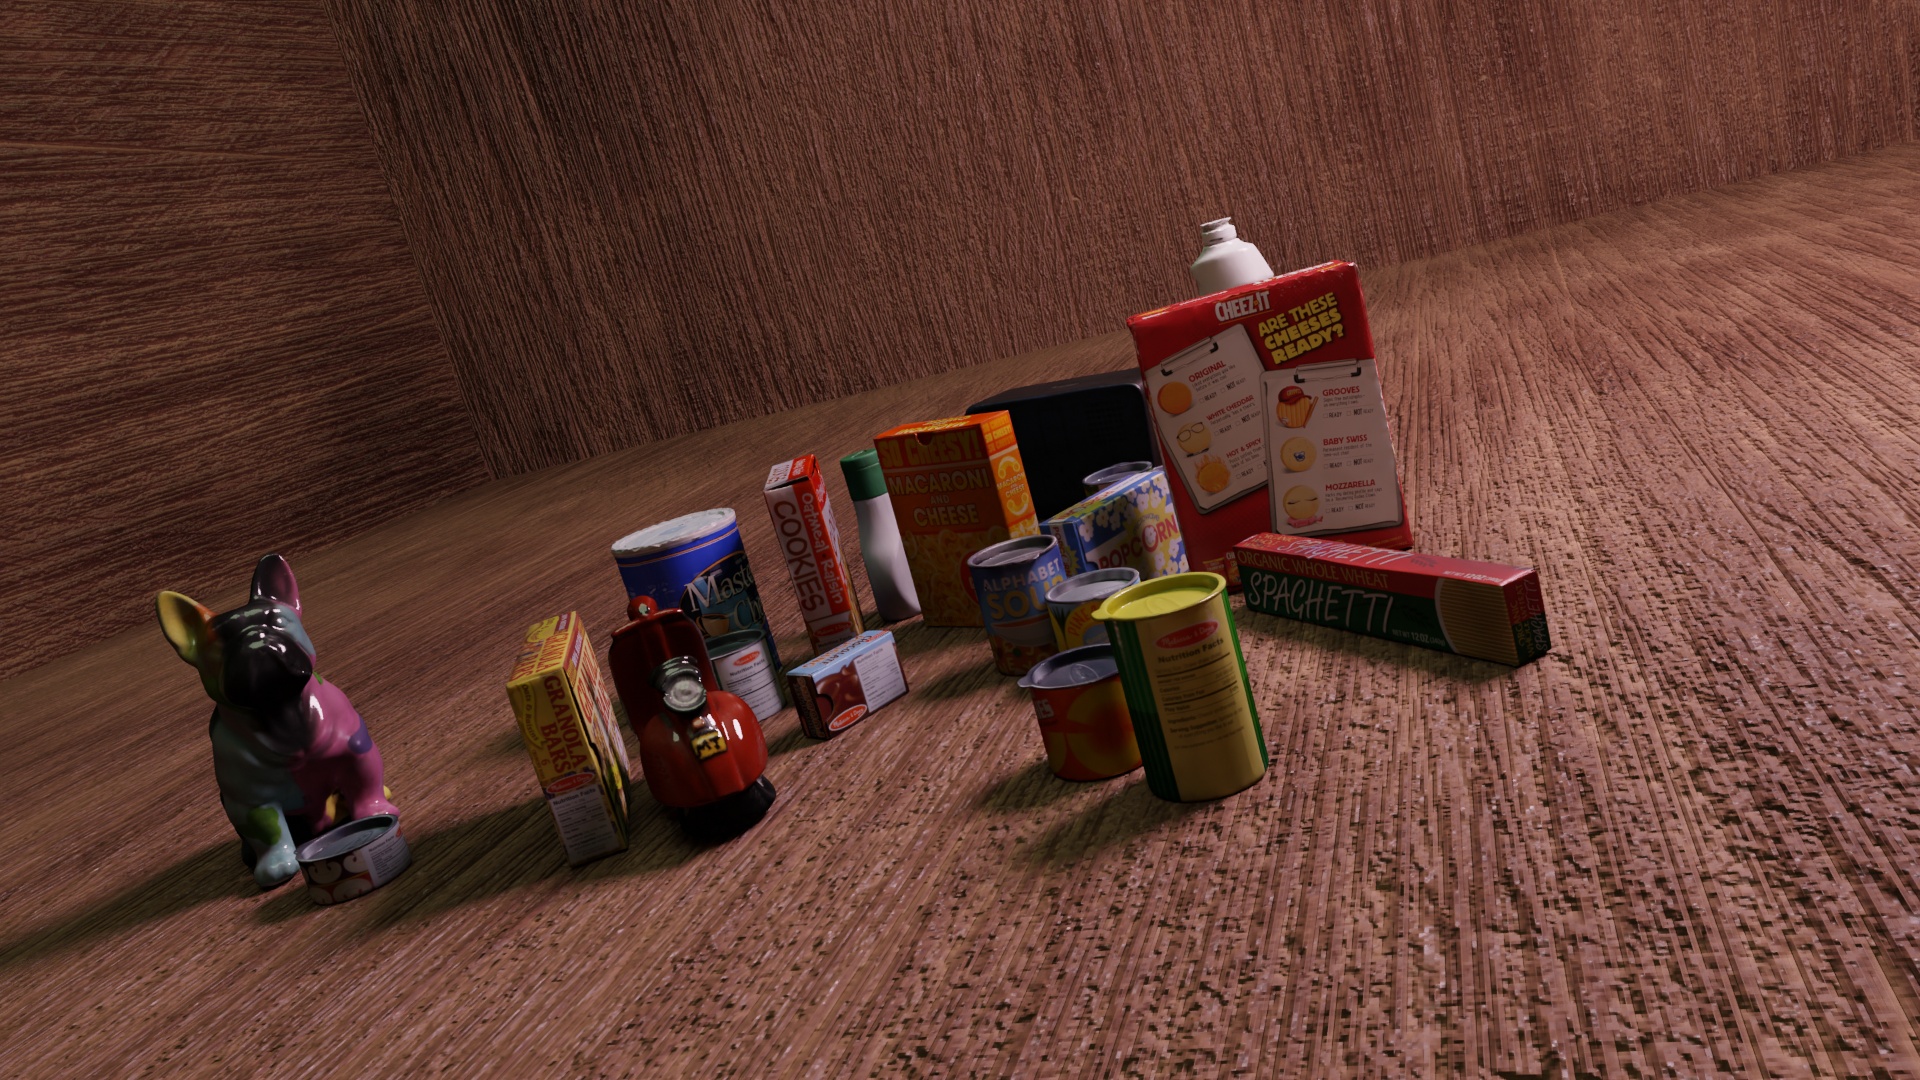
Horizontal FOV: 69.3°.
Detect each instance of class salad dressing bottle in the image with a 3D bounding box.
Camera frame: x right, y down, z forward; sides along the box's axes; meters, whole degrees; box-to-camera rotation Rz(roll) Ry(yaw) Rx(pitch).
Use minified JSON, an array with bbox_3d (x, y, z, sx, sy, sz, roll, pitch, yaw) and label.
[{"bbox_3d":[-0.067,-0.006,1.207,0.044,0.147,0.064,-11,13,20],"label":"salad dressing bottle"}]

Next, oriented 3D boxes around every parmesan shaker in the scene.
[{"bbox_3d":[0.115,0.076,0.724,0.071,0.103,0.071,-15,12,3],"label":"parmesan shaker"}]

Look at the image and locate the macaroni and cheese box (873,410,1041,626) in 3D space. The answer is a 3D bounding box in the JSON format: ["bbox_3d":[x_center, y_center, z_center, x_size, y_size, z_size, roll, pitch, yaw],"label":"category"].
[{"bbox_3d":[0.004,-0.014,1.112,0.123,0.166,0.040,-4,17,44],"label":"macaroni and cheese box"}]

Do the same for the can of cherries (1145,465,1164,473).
[{"bbox_3d":[0.195,-0.035,1.222,0.071,0.058,0.071,-15,12,3],"label":"can of cherries"}]

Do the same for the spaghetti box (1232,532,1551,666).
[{"bbox_3d":[0.258,0.032,0.869,0.029,0.050,0.250,-21,13,-22],"label":"spaghetti box"}]

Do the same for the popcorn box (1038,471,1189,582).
[{"bbox_3d":[0.121,0.005,1.072,0.038,0.085,0.127,-4,17,44],"label":"popcorn box"}]

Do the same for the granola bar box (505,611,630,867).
[{"bbox_3d":[-0.254,0.125,0.917,0.039,0.124,0.166,-18,12,-10],"label":"granola bar box"}]

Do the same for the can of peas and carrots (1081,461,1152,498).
[{"bbox_3d":[0.151,-0.036,1.281,0.071,0.058,0.071,-15,12,3],"label":"can of peas and carrots"}]

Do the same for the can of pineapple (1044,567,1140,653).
[{"bbox_3d":[0.095,0.057,0.941,0.071,0.057,0.071,-15,12,3],"label":"can of pineapple"}]

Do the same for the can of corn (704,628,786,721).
[{"bbox_3d":[-0.172,0.105,1.056,0.071,0.058,0.071,-15,12,3],"label":"can of corn"}]

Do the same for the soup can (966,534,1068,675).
[{"bbox_3d":[0.047,0.046,0.986,0.071,0.083,0.071,-15,12,3],"label":"soup can"}]

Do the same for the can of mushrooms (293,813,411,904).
[{"bbox_3d":[-0.407,0.213,0.929,0.071,0.033,0.071,-15,12,3],"label":"can of mushrooms"}]

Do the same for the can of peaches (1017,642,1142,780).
[{"bbox_3d":[0.074,0.097,0.789,0.071,0.058,0.071,-15,12,3],"label":"can of peaches"}]

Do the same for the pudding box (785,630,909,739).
[{"bbox_3d":[-0.079,0.100,0.982,0.030,0.049,0.084,-4,17,45],"label":"pudding box"}]

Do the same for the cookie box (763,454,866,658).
[{"bbox_3d":[-0.108,0.023,1.085,0.040,0.167,0.123,-16,12,-2],"label":"cookie box"}]
